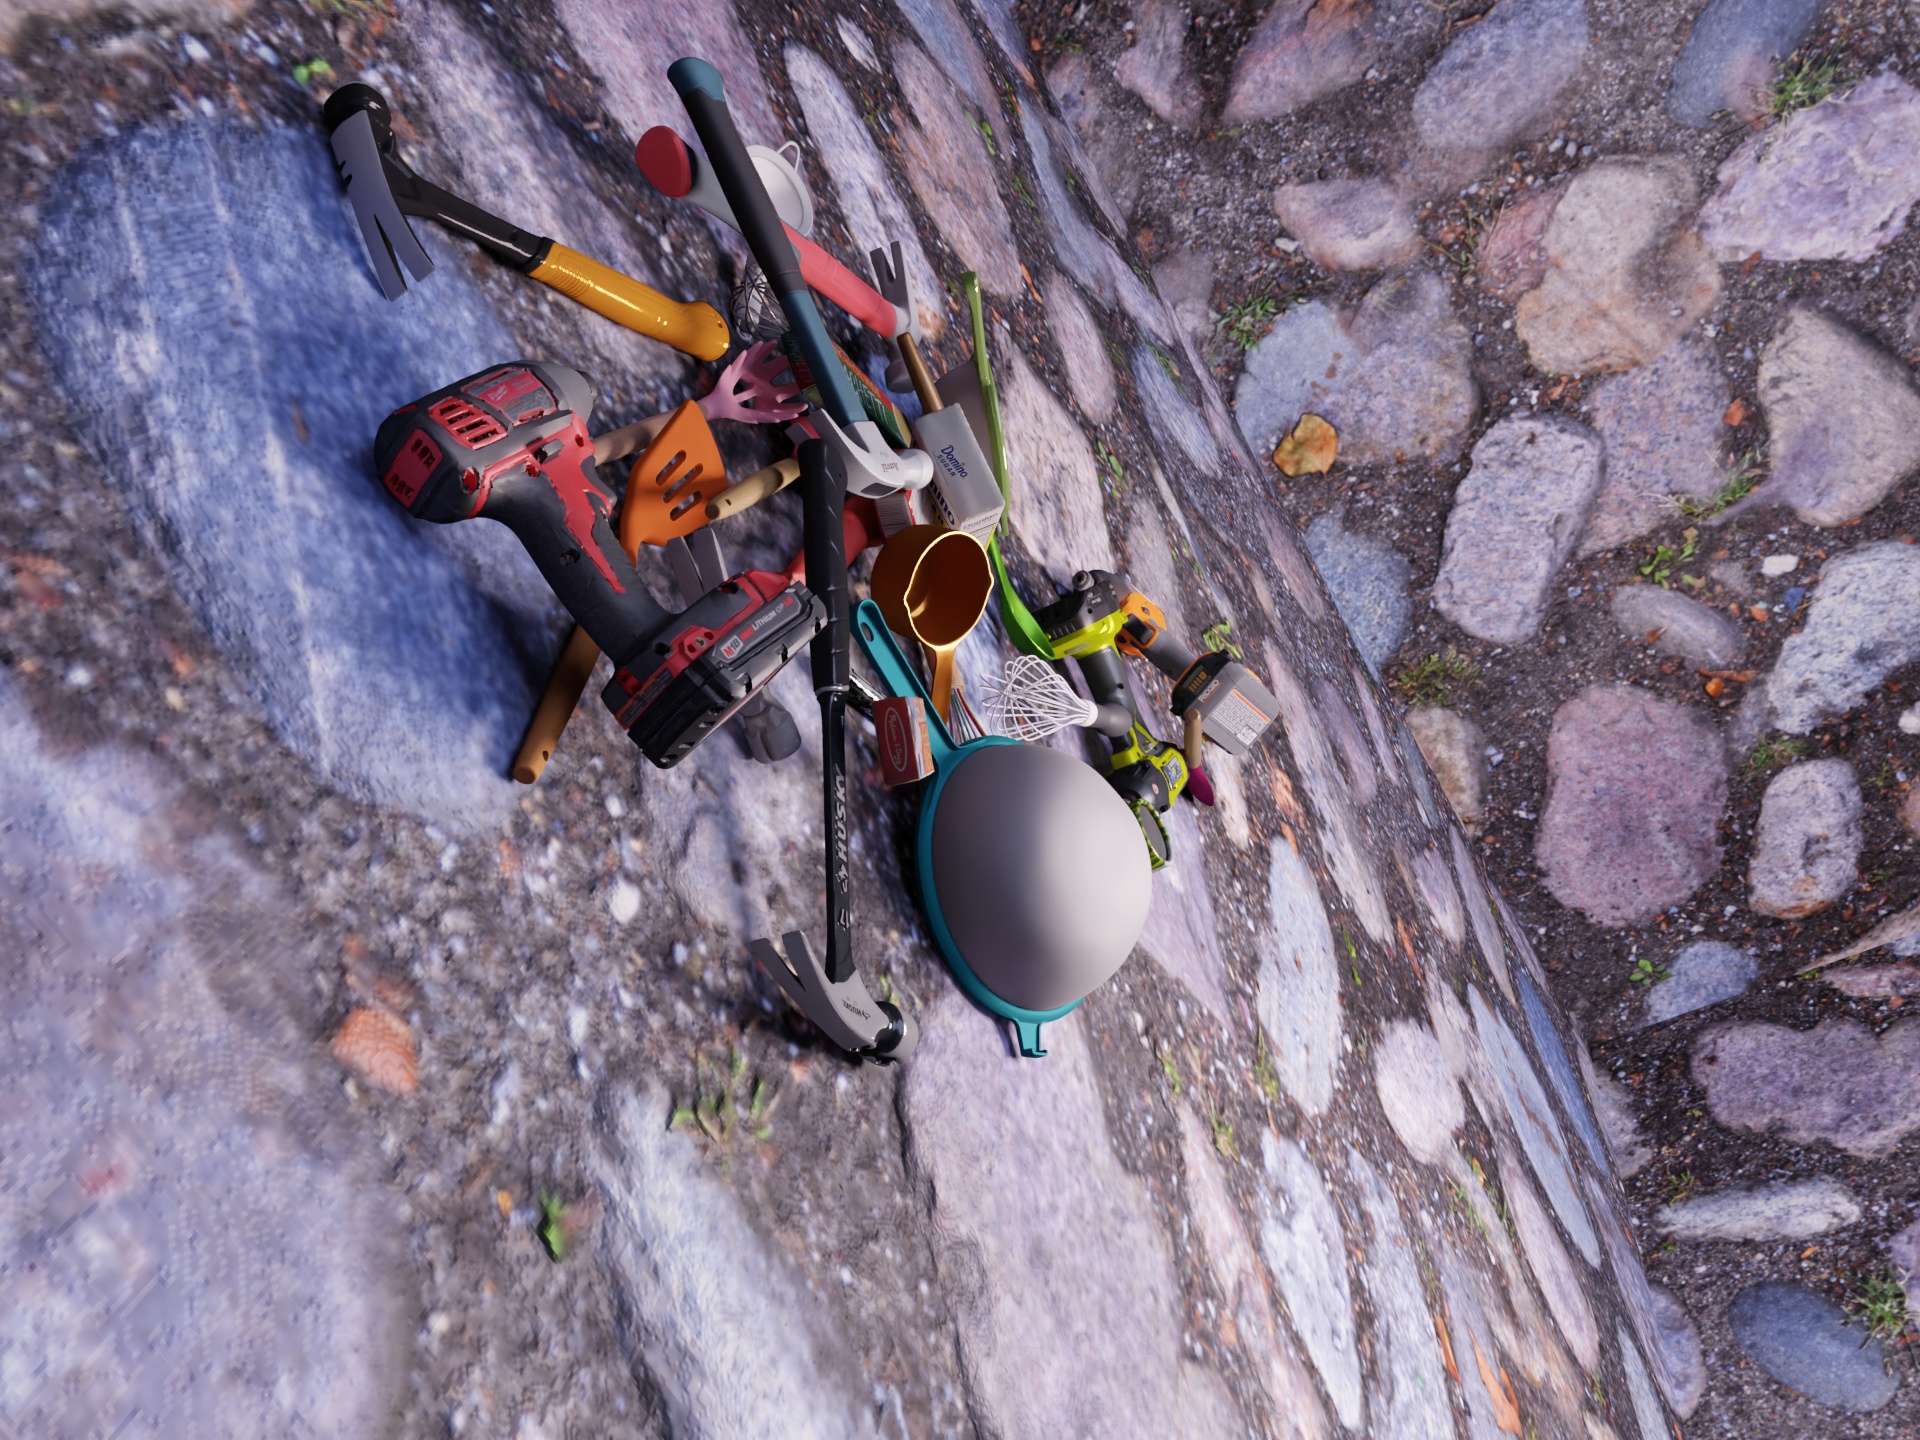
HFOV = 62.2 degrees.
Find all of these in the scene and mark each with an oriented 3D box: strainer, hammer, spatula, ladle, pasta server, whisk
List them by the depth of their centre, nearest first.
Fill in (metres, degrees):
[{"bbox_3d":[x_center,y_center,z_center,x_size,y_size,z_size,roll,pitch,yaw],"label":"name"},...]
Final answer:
[{"bbox_3d":[-0.190,-0.073,0.898,0.323,0.041,0.081,-82,160,-52],"label":"spatula"},{"bbox_3d":[-0.082,-0.004,0.974,0.149,0.036,0.409,48,32,-55],"label":"hammer"},{"bbox_3d":[-0.249,-0.280,1.007,0.336,0.034,0.127,8,57,-64],"label":"hammer"},{"bbox_3d":[-0.181,-0.205,1.067,0.060,0.040,0.316,65,23,-12],"label":"pasta server"},{"bbox_3d":[-0.106,-0.110,1.101,0.359,0.037,0.149,-66,140,-64],"label":"hammer"},{"bbox_3d":[0.039,0.052,1.107,0.340,0.095,0.211,59,41,-17],"label":"strainer"},{"bbox_3d":[-0.127,-0.173,1.109,0.069,0.031,0.315,55,17,-9],"label":"ladle"},{"bbox_3d":[-0.123,-0.310,1.120,0.128,0.033,0.331,-24,89,-61],"label":"hammer"},{"bbox_3d":[-0.004,-0.004,1.234,0.051,0.047,0.245,31,34,-54],"label":"whisk"},{"bbox_3d":[-0.125,-0.305,1.259,0.055,0.055,0.239,67,11,8],"label":"whisk"},{"bbox_3d":[-0.134,-0.390,1.282,0.386,0.038,0.143,17,60,-63],"label":"hammer"},{"bbox_3d":[-0.166,-0.392,1.306,0.086,0.050,0.259,38,39,-34],"label":"strainer"},{"bbox_3d":[0.088,-0.010,1.309,0.284,0.070,0.070,11,56,-65],"label":"whisk"},{"bbox_3d":[-0.004,-0.289,1.416,0.256,0.069,0.152,81,-2,-54],"label":"strainer"}]

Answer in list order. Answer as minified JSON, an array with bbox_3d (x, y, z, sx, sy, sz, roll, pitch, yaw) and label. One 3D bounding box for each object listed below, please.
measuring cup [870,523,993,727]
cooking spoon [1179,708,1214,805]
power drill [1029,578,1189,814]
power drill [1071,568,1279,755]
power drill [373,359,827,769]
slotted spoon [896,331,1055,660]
[{"bbox_3d":[-0.029,-0.063,1.192,0.095,0.052,0.173,-16,119,-44],"label":"measuring cup"},{"bbox_3d":[0.233,0.035,1.601,0.069,0.017,0.318,58,-1,17],"label":"cooking spoon"},{"bbox_3d":[0.141,-0.013,1.511,0.223,0.080,0.171,66,21,-2],"label":"power drill"},{"bbox_3d":[0.208,-0.072,1.635,0.227,0.084,0.164,46,9,38],"label":"power drill"},{"bbox_3d":[-0.183,-0.095,0.832,0.219,0.078,0.143,46,37,-4],"label":"power drill"},{"bbox_3d":[0.011,-0.191,1.398,0.070,0.031,0.313,-66,134,-73],"label":"slotted spoon"}]
